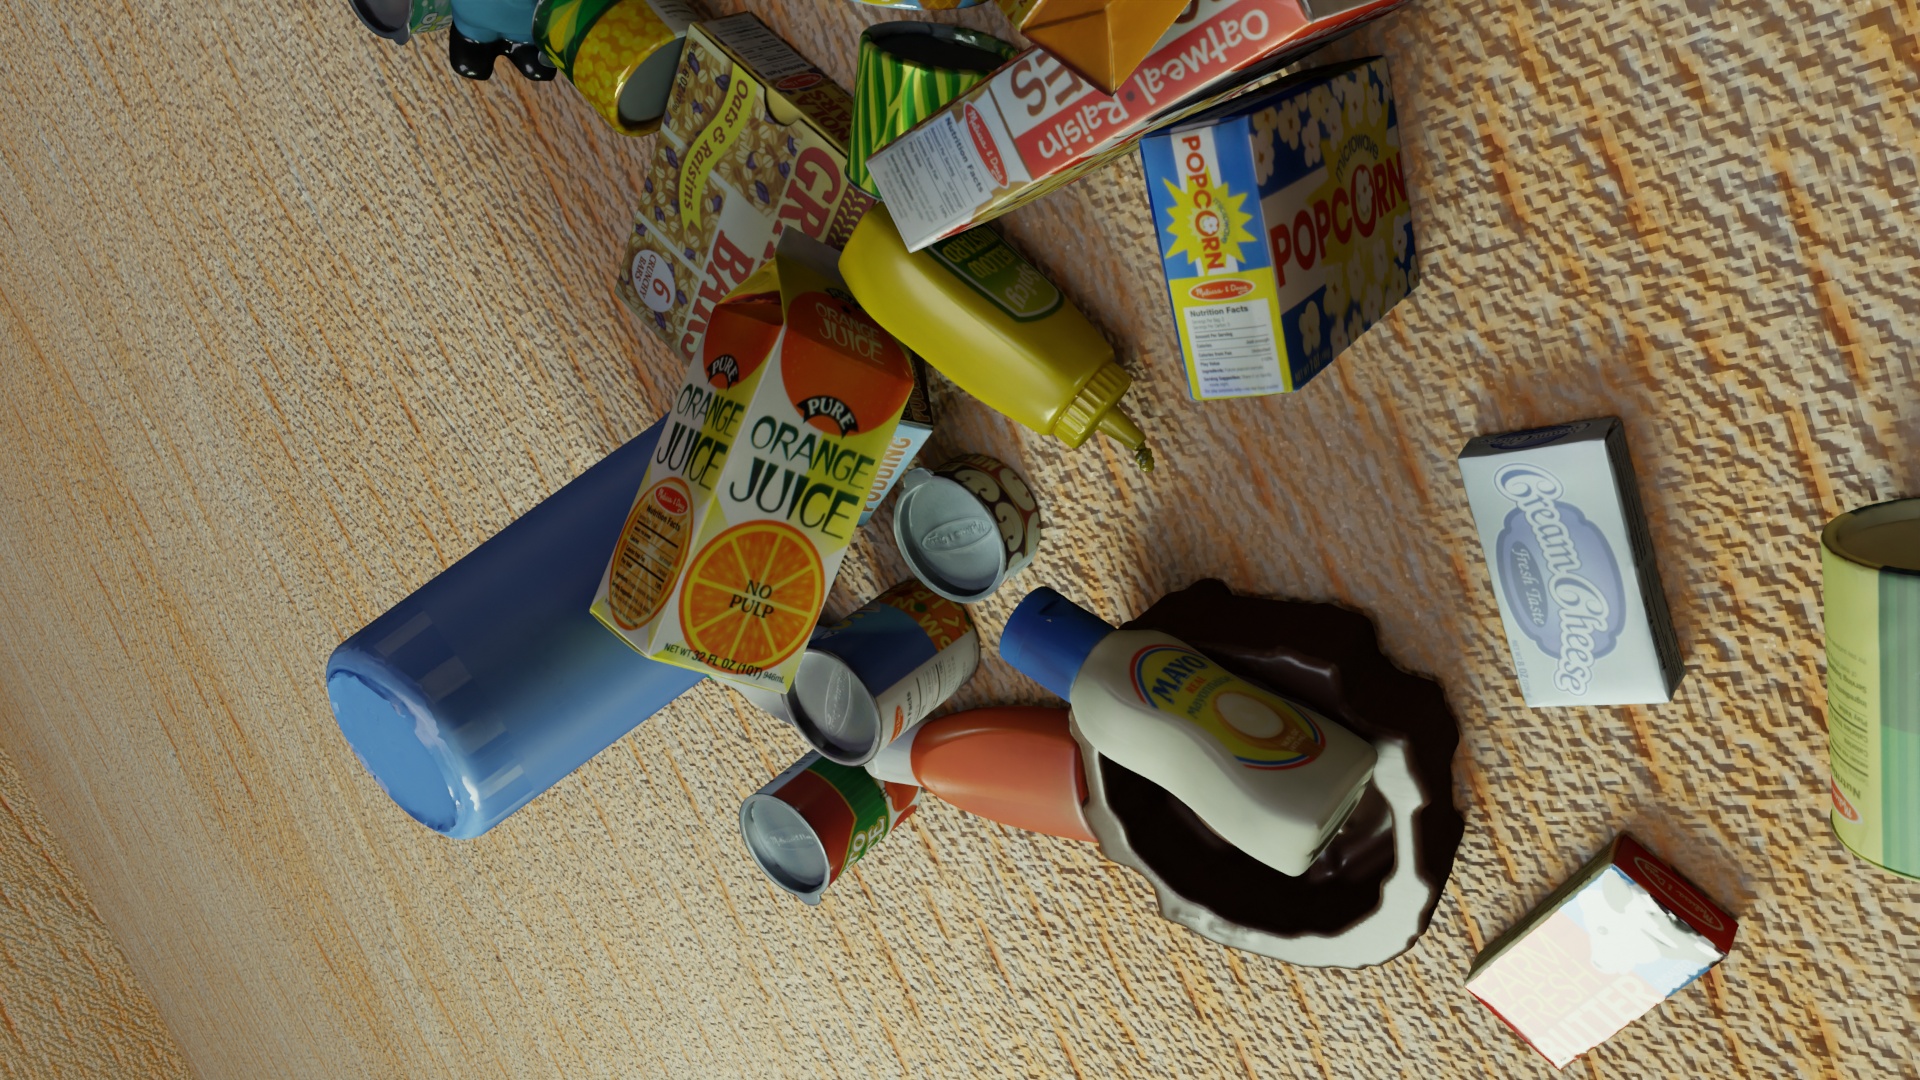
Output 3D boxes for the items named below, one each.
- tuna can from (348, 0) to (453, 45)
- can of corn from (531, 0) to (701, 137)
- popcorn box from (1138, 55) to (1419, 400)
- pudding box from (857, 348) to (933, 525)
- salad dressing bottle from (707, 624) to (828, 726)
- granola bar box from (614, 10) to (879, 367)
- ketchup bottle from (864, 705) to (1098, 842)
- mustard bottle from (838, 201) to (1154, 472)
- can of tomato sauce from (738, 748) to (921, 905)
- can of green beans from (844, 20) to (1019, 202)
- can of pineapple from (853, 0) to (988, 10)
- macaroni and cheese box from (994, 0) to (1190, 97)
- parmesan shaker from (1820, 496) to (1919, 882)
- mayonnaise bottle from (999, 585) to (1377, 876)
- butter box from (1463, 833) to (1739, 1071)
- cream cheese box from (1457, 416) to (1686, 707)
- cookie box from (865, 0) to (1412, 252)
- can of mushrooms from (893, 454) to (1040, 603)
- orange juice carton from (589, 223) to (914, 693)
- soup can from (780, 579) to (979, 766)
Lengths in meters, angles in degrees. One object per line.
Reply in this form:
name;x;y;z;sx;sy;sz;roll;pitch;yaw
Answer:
tuna can;-0.306;-0.309;0.760;0.071;0.033;0.070;19;124;31
can of corn;-0.158;-0.232;0.654;0.058;0.071;0.070;48;134;8
popcorn box;0.110;-0.106;0.460;0.038;0.127;0.085;-2;112;37
pudding box;-0.045;-0.051;0.673;0.083;0.030;0.050;-50;38;44
salad dressing bottle;-0.110;0.072;0.801;0.147;0.044;0.064;13;126;36
granola bar box;-0.098;-0.147;0.672;0.124;0.039;0.164;43;134;13
ketchup bottle;0.013;0.115;0.721;0.148;0.044;0.064;1;113;40
mustard bottle;0.024;-0.086;0.591;0.160;0.065;0.048;40;133;6
can of tomato sauce;-0.071;0.152;0.783;0.071;0.083;0.070;19;125;31
can of green beans;-0.011;-0.173;0.566;0.071;0.071;0.057;29;129;24
can of pineapple;-0.018;-0.240;0.533;0.071;0.071;0.057;23;127;29
macaroni and cheese box;0.040;-0.224;0.404;0.123;0.040;0.167;-48;43;23
parmesan shaker;0.303;0.046;0.422;0.071;0.071;0.102;2;114;39
mayonnaise bottle;0.083;0.068;0.545;0.148;0.065;0.041;31;131;25
butter box;0.256;0.168;0.562;0.053;0.024;0.103;40;132;16
cream cheese box;0.221;0.009;0.503;0.053;0.024;0.103;-9;107;41
cookie box;0.066;-0.161;0.468;0.167;0.123;0.040;-19;102;44
can of mushrooms;0.002;-0.008;0.669;0.071;0.033;0.070;20;125;31
orange juice carton;-0.086;-0.038;0.614;0.073;0.072;0.192;23;91;52
soup can;-0.042;0.064;0.711;0.071;0.084;0.071;19;124;31
